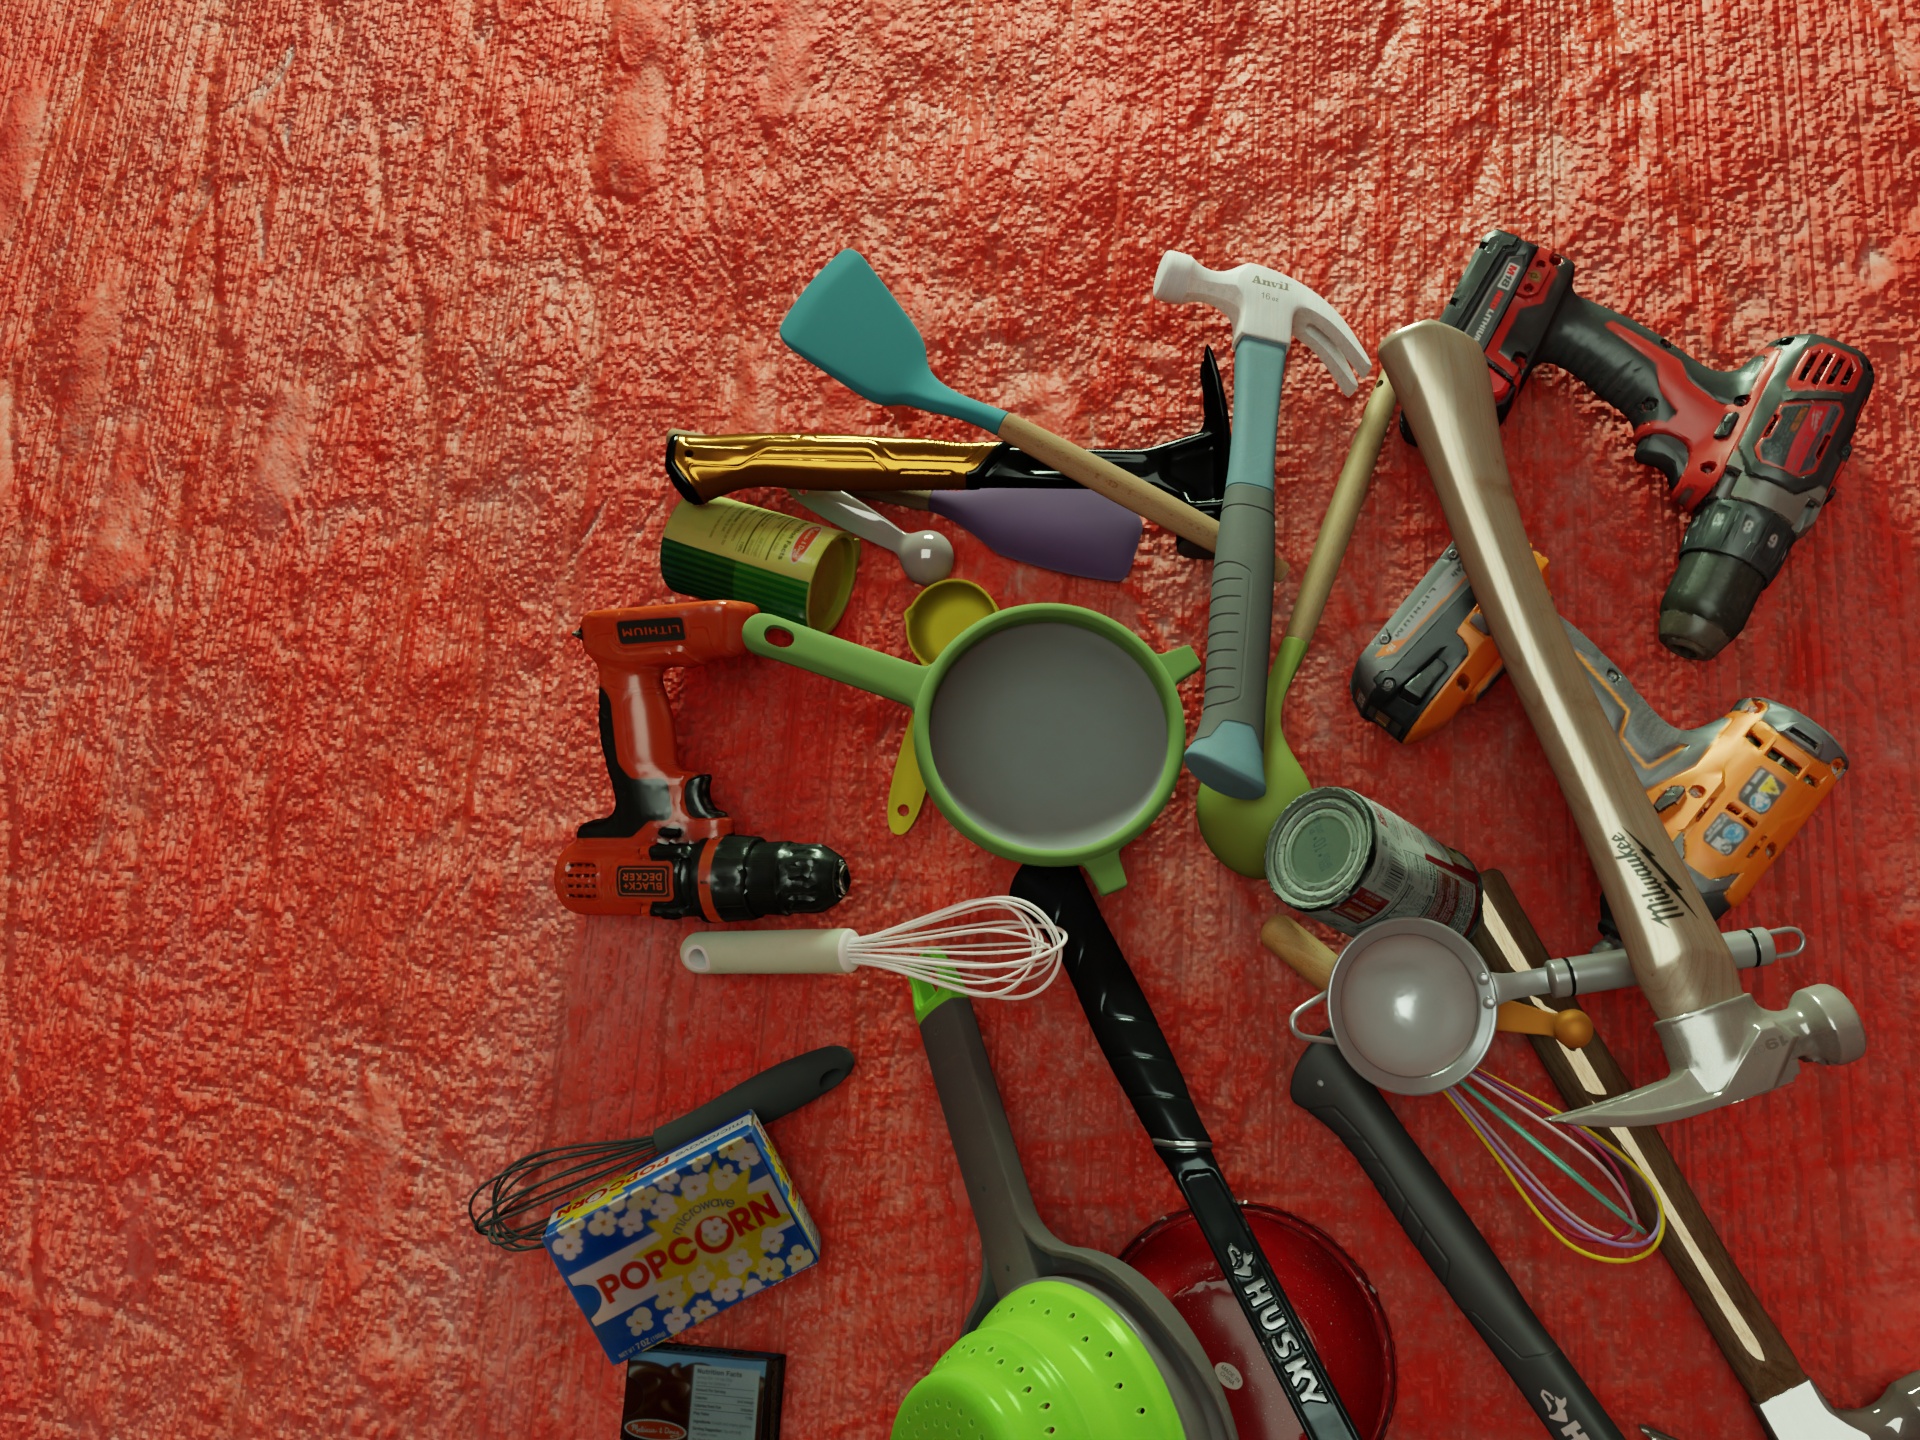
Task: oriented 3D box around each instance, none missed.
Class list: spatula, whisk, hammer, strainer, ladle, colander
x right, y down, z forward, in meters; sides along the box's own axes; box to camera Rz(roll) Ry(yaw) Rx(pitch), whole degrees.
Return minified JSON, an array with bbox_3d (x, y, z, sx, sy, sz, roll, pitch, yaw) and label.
[{"bbox_3d":[-0.041,-0.146,0.994,0.316,0.018,0.060,14,78,14],"label":"spatula"},{"bbox_3d":[0.048,-0.163,0.911,0.317,0.044,0.082,29,62,6],"label":"spatula"},{"bbox_3d":[0.247,0.182,0.812,0.245,0.051,0.047,40,106,32],"label":"whisk"},{"bbox_3d":[-0.055,0.128,0.890,0.246,0.059,0.057,-5,103,27],"label":"whisk"},{"bbox_3d":[0.275,0.297,0.779,0.146,0.035,0.335,-47,63,28],"label":"hammer"},{"bbox_3d":[0.288,0.130,0.788,0.258,0.050,0.087,-9,83,3],"label":"strainer"},{"bbox_3d":[0.208,-0.061,0.906,0.062,0.078,0.320,31,71,-26],"label":"ladle"},{"bbox_3d":[-0.170,0.240,0.907,0.239,0.055,0.055,-25,72,0],"label":"whisk"},{"bbox_3d":[0.287,-0.010,0.786,0.146,0.038,0.411,-18,76,-1],"label":"hammer"},{"bbox_3d":[-0.007,-0.161,0.951,0.337,0.034,0.127,0,76,1],"label":"hammer"},{"bbox_3d":[0.343,0.227,0.804,0.130,0.031,0.331,-29,71,3],"label":"hammer"},{"bbox_3d":[-0.001,-0.003,0.906,0.256,0.069,0.151,19,73,5],"label":"strainer"},{"bbox_3d":[0.126,0.229,0.803,0.149,0.036,0.409,-28,58,2],"label":"hammer"},{"bbox_3d":[0.159,-0.114,0.885,0.128,0.033,0.331,11,66,-6],"label":"hammer"},{"bbox_3d":[0.007,0.293,0.791,0.204,0.094,0.398,-47,49,38],"label":"colander"}]

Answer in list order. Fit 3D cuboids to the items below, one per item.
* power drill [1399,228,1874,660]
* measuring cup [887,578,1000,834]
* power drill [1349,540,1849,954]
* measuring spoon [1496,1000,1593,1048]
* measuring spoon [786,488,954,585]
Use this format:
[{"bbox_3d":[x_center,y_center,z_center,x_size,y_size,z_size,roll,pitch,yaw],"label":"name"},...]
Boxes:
[{"bbox_3d":[0.361,-0.153,0.880,0.227,0.080,0.188,27,83,15],"label":"power drill"},{"bbox_3d":[-0.015,-0.007,0.954,0.062,0.029,0.156,16,91,14],"label":"measuring cup"},{"bbox_3d":[0.320,0.017,0.841,0.226,0.084,0.164,39,87,15],"label":"power drill"},{"bbox_3d":[0.267,0.150,0.826,0.117,0.011,0.021,6,87,38],"label":"measuring spoon"},{"bbox_3d":[-0.060,-0.121,0.982,0.124,0.018,0.034,30,105,12],"label":"measuring spoon"}]
